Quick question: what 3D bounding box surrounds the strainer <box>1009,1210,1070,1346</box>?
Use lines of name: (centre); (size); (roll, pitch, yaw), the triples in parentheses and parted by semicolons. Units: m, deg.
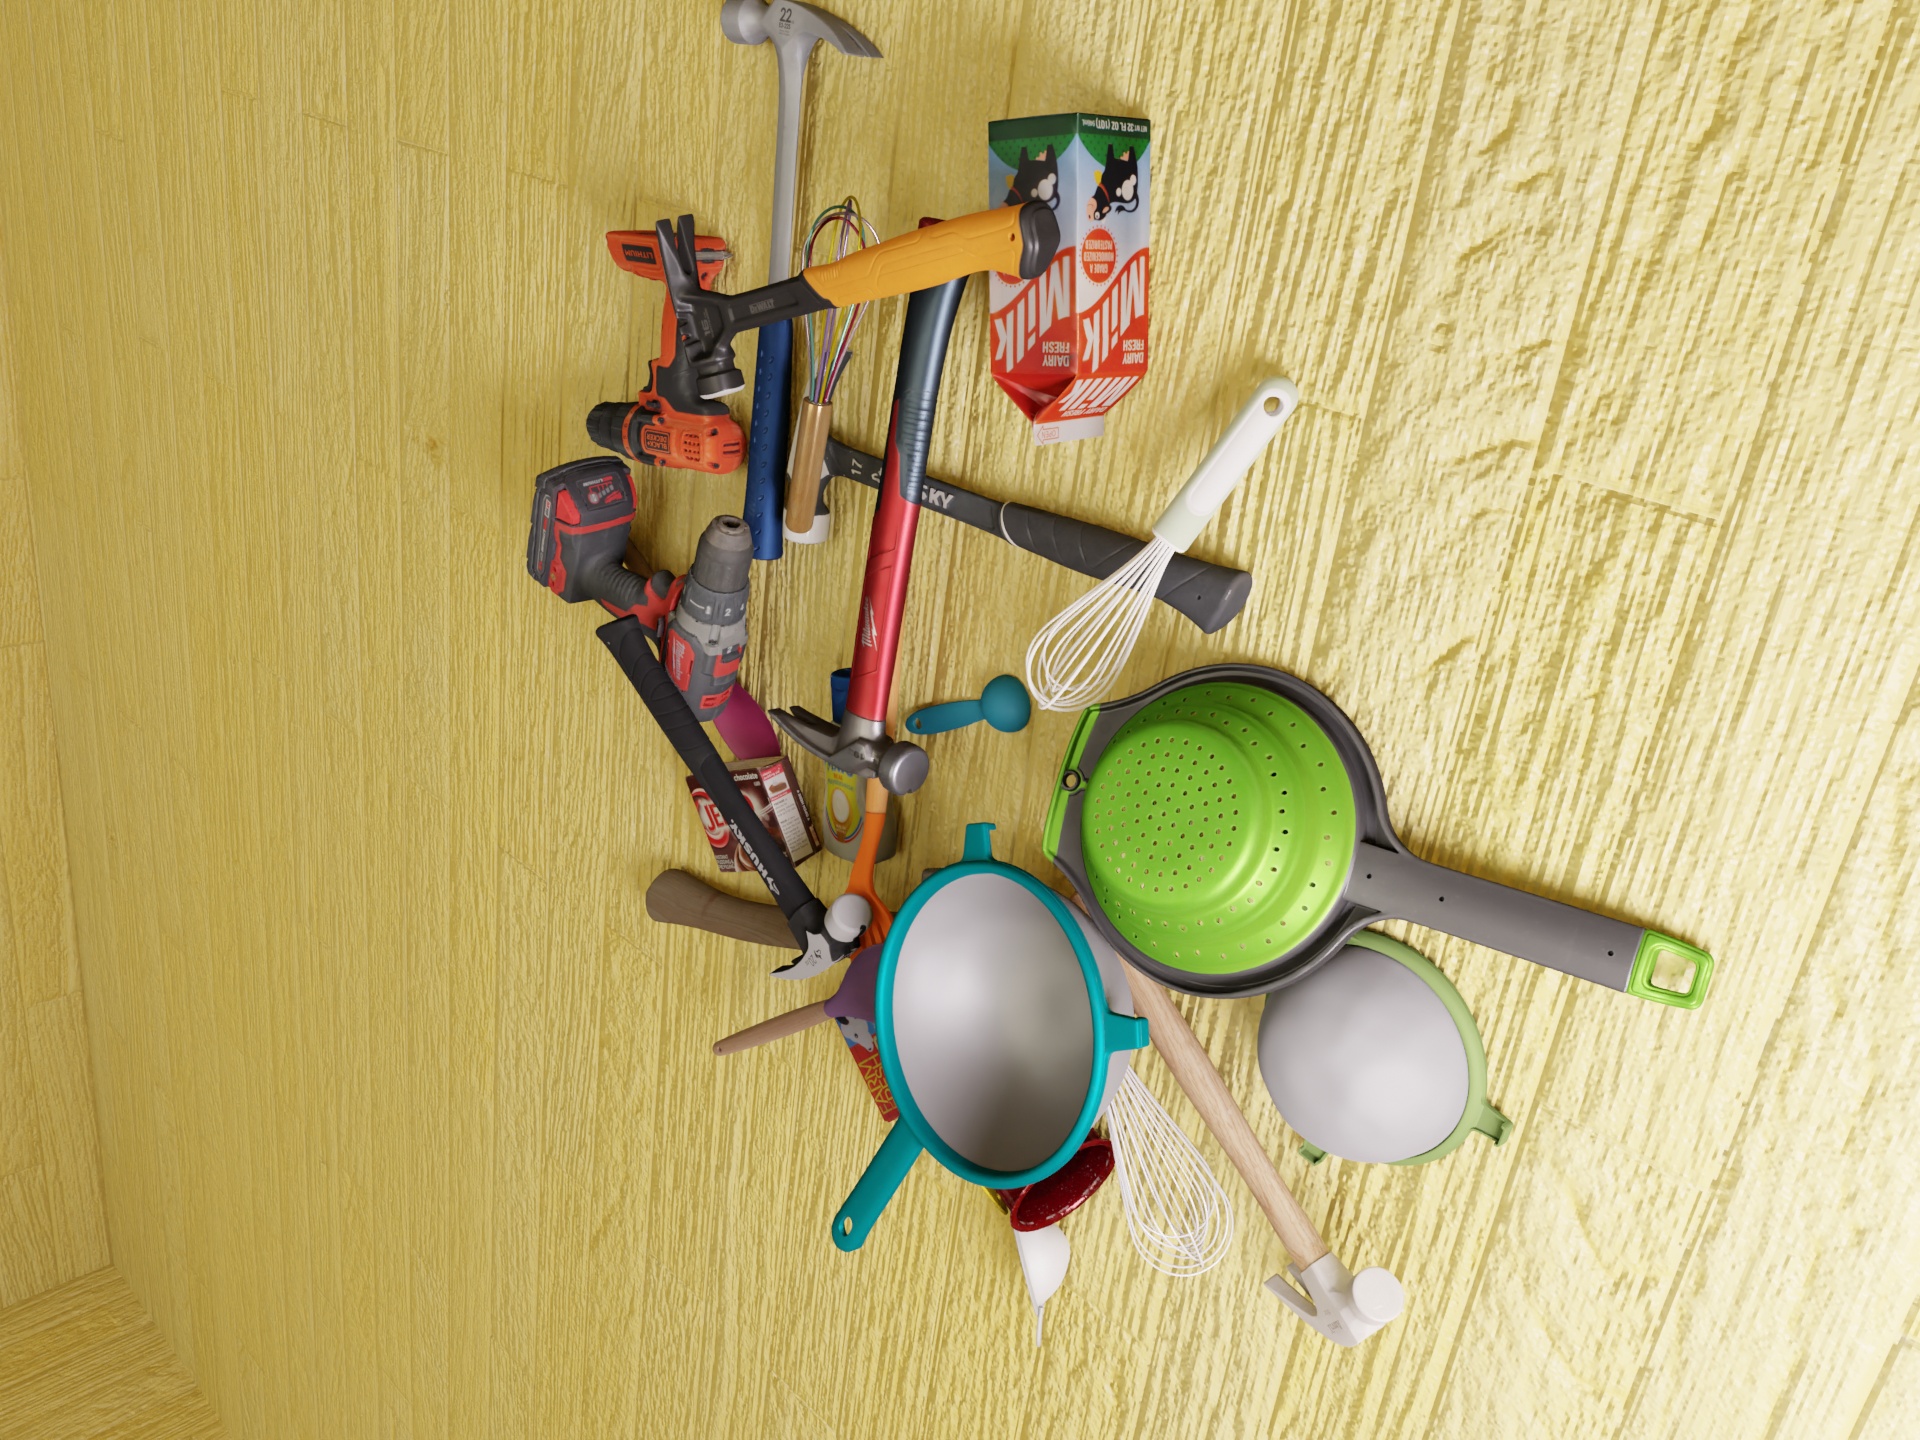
strainer: (0.033, 0.339, 1.209); (0.086, 0.050, 0.258); (69, 179, -77)

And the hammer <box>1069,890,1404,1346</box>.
hammer: (0.164, 0.249, 1.034); (0.332, 0.031, 0.130); (58, 161, 25)

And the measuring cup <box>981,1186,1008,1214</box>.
measuring cup: (0.002, 0.314, 1.238); (0.029, 0.062, 0.156); (-34, 90, 9)

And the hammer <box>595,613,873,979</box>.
hammer: (-0.189, 0.054, 1.242); (0.335, 0.035, 0.146); (54, 145, 13)

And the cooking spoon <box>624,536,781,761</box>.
cooking spoon: (-0.242, -0.080, 1.377); (0.319, 0.017, 0.068); (53, 137, 20)

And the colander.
colander: (0.204, 0.080, 0.888); (0.397, 0.094, 0.204); (17, 90, 32)

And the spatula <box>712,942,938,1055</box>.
spatula: (-0.117, 0.230, 1.257); (0.316, 0.018, 0.060); (-30, 83, 48)

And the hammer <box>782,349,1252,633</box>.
hammer: (0.024, -0.144, 1.083); (0.409, 0.036, 0.149); (25, 117, 37)

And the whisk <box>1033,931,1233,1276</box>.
whisk: (0.105, 0.244, 1.101); (0.070, 0.070, 0.285); (-40, 69, 44)

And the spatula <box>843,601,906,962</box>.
spatula: (-0.054, 0.044, 1.183); (0.081, 0.041, 0.322); (7, 92, 49)

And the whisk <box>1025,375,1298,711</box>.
whisk: (0.119, -0.102, 0.951); (0.057, 0.059, 0.246); (34, 109, -8)

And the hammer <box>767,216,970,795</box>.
hammer: (-0.054, -0.150, 1.102); (0.143, 0.038, 0.386); (26, 114, 38)

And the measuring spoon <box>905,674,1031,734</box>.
measuring spoon: (-0.002, -0.004, 1.155); (0.128, 0.021, 0.042); (-12, 93, 45)

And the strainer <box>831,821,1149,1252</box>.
strainer: (0.016, 0.246, 1.089); (0.211, 0.095, 0.340); (51, 124, 34)

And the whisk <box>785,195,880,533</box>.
whisk: (-0.097, -0.245, 1.121); (0.047, 0.051, 0.244); (29, 122, 29)

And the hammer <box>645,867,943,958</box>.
hammer: (-0.140, 0.181, 1.322); (0.411, 0.038, 0.146); (1, 88, 47)

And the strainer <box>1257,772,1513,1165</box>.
strainer: (0.213, 0.156, 0.954); (0.151, 0.069, 0.256); (-24, 86, 46)

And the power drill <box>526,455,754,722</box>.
power drill: (-0.254, -0.129, 1.301); (0.227, 0.080, 0.187); (41, 133, 25)

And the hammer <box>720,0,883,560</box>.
hammer: (-0.133, -0.317, 1.187); (0.144, 0.035, 0.405); (25, 119, 38)

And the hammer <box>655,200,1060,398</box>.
hammer: (-0.074, -0.291, 1.024); (0.337, 0.034, 0.127); (1, 111, 43)
